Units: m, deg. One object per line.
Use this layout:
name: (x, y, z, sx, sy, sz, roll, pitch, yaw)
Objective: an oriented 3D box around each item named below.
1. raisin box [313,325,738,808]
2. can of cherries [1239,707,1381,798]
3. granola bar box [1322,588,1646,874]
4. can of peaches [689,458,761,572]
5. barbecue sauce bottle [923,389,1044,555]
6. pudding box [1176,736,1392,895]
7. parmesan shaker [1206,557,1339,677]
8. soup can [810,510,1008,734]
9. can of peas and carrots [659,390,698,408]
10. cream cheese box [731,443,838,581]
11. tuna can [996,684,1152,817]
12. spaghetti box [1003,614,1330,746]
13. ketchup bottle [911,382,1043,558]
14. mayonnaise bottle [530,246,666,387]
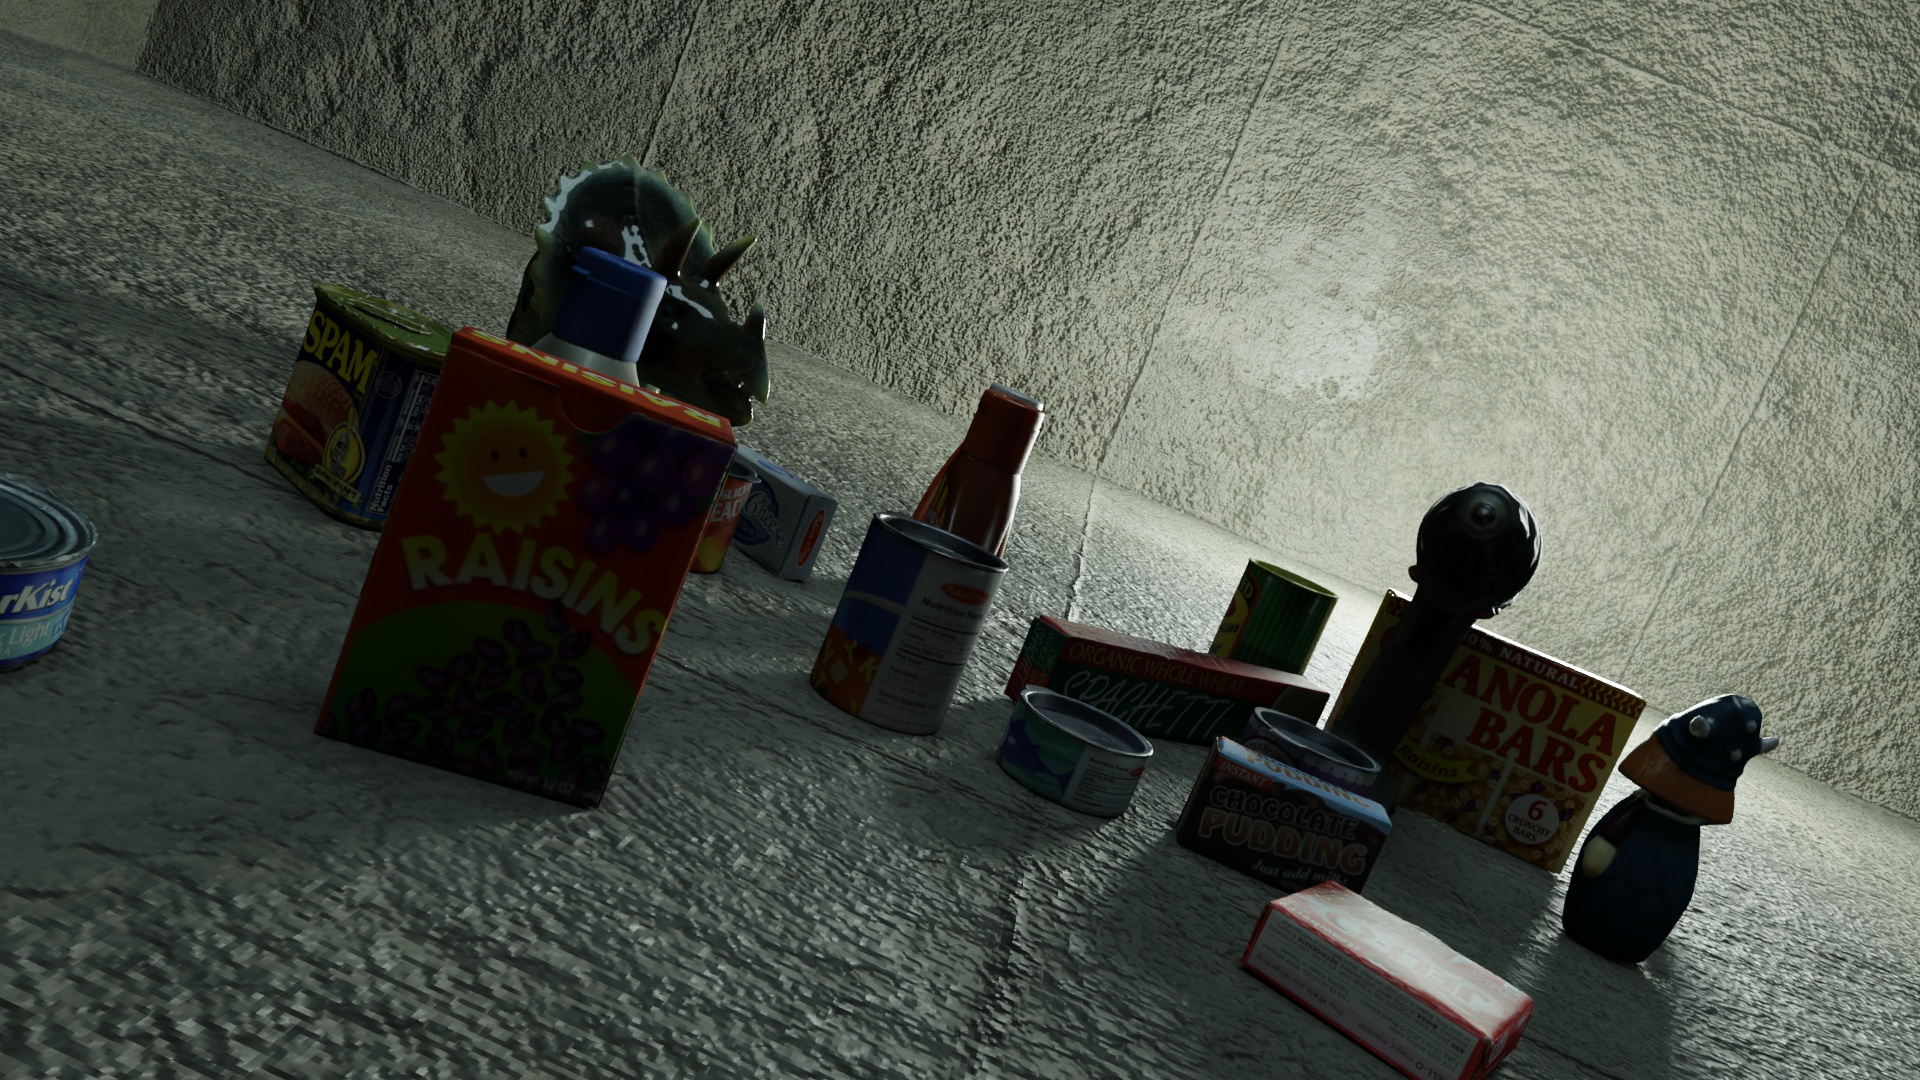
raisin box: (-0.129, 0.008, 0.417, 0.086, 0.123, 0.040, 20, 8, -16)
can of cherries: (0.160, 0.122, 0.677, 0.071, 0.058, 0.071, 22, 8, -3)
granola bar box: (0.328, 0.120, 0.891, 0.166, 0.124, 0.039, 24, 8, 8)
can of peaches: (-0.150, -0.020, 0.754, 0.071, 0.058, 0.071, 22, 8, -3)
barbecue sauce bottle: (0.003, -0.010, 0.777, 0.044, 0.148, 0.065, 20, 8, -17)
pudding box: (0.146, 0.128, 0.628, 0.084, 0.049, 0.030, 23, 8, 5)
parmesan shaker: (0.208, 0.072, 0.951, 0.071, 0.103, 0.071, 22, 8, -3)
soup can: (-0.026, 0.036, 0.640, 0.071, 0.083, 0.071, 22, 8, -3)
can of peas and carrots: (-0.199, -0.078, 0.980, 0.071, 0.058, 0.071, 22, 8, -3)
cream cheese box: (-0.120, -0.019, 0.840, 0.024, 0.053, 0.104, 14, 12, -46)
tuna can: (0.050, 0.096, 0.639, 0.071, 0.032, 0.071, 22, 9, -3)
spaghetti box: (0.129, 0.090, 0.816, 0.250, 0.050, 0.029, 15, 11, -41)
ketchup bottle: (0.008, -0.027, 0.896, 0.065, 0.148, 0.043, 21, 8, -15)
mayonnaise bottle: (-0.164, -0.046, 0.576, 0.065, 0.148, 0.041, 30, 11, 40)
